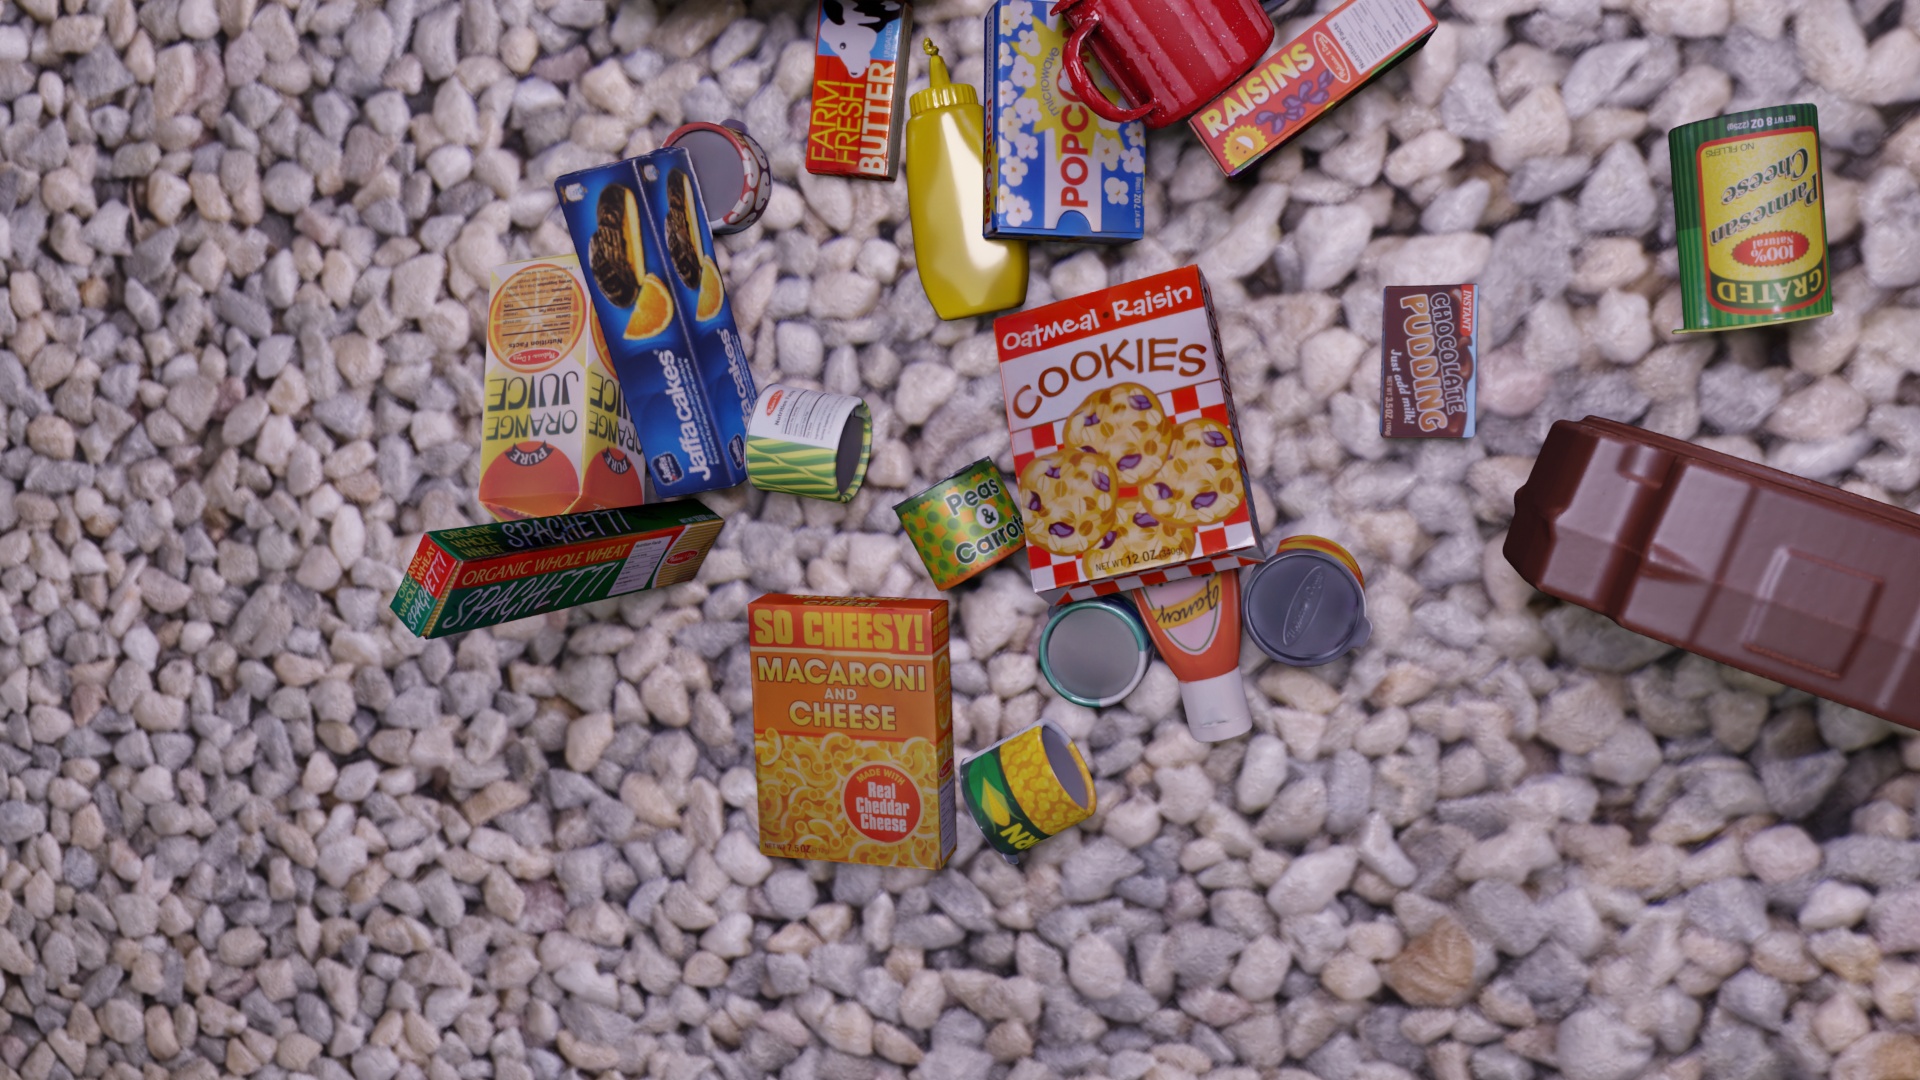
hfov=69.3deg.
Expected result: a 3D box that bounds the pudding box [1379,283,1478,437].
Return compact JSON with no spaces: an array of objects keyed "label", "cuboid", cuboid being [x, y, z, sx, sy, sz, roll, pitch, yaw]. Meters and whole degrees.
[{"label":"pudding box","cuboid":[0.256,-0.098,0.759,0.049,0.030,0.083,1,99,15]}]

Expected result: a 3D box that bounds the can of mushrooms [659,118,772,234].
[{"label":"can of mushrooms","cuboid":[-0.152,-0.224,0.853,0.071,0.033,0.071,3,100,16]}]

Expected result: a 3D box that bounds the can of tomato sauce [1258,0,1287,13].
[{"label":"can of tomato sauce","cuboid":[0.156,-0.331,0.729,0.071,0.071,0.083,-37,87,18]}]

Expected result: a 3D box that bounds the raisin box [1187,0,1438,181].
[{"label":"raisin box","cuboid":[0.183,-0.240,0.727,0.123,0.086,0.040,-34,94,18]}]

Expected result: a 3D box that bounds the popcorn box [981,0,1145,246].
[{"label":"popcorn box","cuboid":[0.057,-0.229,0.766,0.085,0.038,0.126,0,92,-14]}]

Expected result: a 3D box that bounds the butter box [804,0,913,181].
[{"label":"butter box","cuboid":[-0.060,-0.268,0.824,0.053,0.024,0.103,9,101,14]}]

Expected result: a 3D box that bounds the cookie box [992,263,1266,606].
[{"label":"cookie box","cuboid":[0.091,-0.059,0.774,0.123,0.040,0.168,-13,71,17]}]

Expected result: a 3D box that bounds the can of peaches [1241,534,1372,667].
[{"label":"can of peaches","cuboid":[0.196,0.034,0.782,0.071,0.058,0.071,2,99,15]}]

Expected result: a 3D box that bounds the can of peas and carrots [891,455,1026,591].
[{"label":"can of peas and carrots","cuboid":[0.003,-0.010,0.823,0.071,0.071,0.058,-28,91,18]}]

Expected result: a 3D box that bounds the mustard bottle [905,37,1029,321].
[{"label":"mustard bottle","cuboid":[-0.001,-0.210,0.804,0.065,0.049,0.160,-9,96,10]}]

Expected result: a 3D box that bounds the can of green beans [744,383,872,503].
[{"label":"can of green beans","cuboid":[-0.091,-0.059,0.844,0.058,0.071,0.071,11,102,14]}]

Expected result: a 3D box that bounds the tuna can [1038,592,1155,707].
[{"label":"tuna can","cuboid":[0.080,0.063,0.832,0.071,0.033,0.071,3,100,15]}]

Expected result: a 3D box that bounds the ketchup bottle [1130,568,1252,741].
[{"label":"ketchup bottle","cuboid":[0.135,0.041,0.808,0.064,0.043,0.148,-14,95,17]}]

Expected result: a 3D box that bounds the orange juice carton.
[{"label":"orange juice carton","cuboid":[-0.242,-0.072,0.853,0.073,0.072,0.193,-4,79,16]}]

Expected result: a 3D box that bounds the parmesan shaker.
[{"label":"parmesan shaker","cuboid":[0.390,-0.159,0.692,0.071,0.071,0.103,-7,97,17]}]

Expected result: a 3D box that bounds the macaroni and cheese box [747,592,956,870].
[{"label":"macaroni and cheese box","cuboid":[-0.068,0.118,0.879,0.124,0.040,0.166,1,99,16]}]

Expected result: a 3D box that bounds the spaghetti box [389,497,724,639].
[{"label":"spaghetti box","cuboid":[-0.219,0.011,0.795,0.029,0.250,0.050,35,107,15]}]

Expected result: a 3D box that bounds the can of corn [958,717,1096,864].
[{"label":"can of corn","cuboid":[0.042,0.151,0.838,0.058,0.071,0.071,-31,90,18]}]
